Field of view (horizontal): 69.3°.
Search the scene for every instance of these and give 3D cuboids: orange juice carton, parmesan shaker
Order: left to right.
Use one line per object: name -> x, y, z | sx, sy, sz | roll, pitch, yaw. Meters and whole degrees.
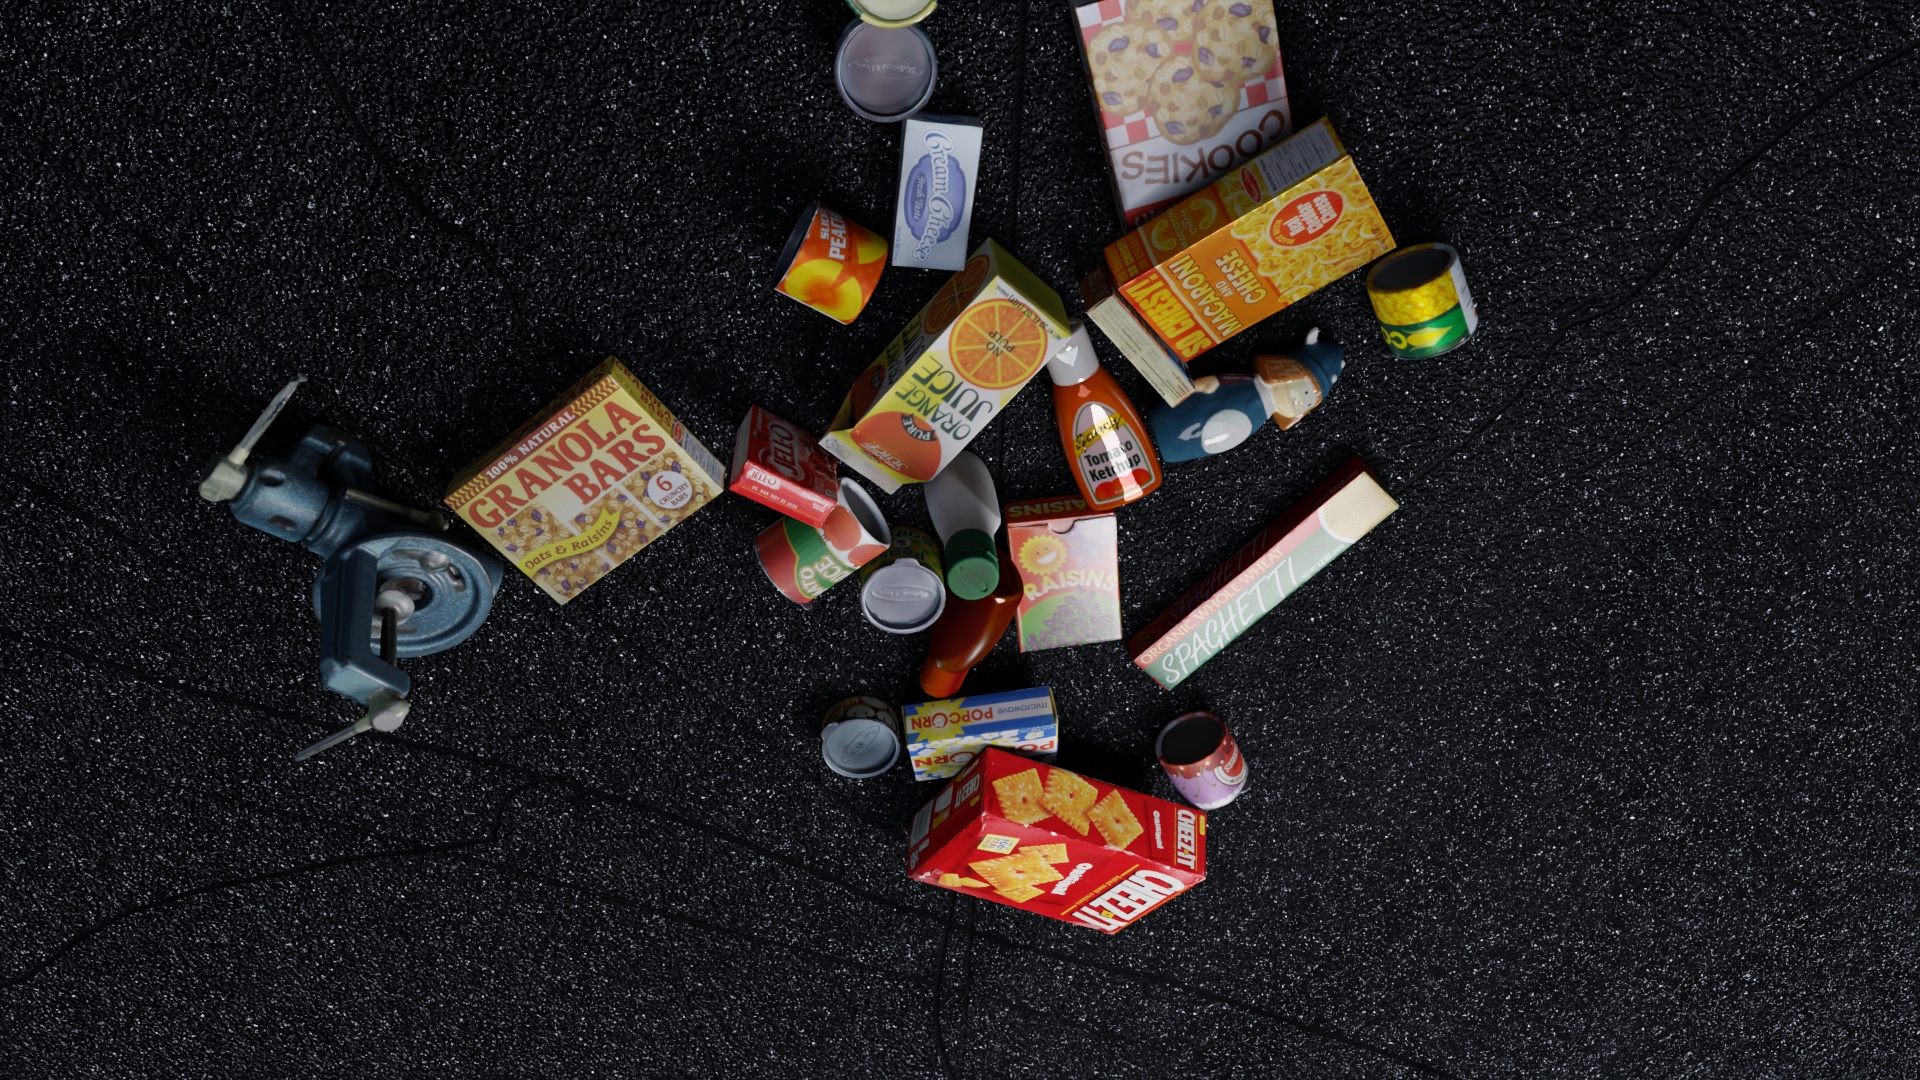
parmesan shaker -> -0.039, -0.352, 0.830 | 0.071, 0.103, 0.071 | -2, 122, -4
orange juice carton -> -0.015, -0.115, 0.997 | 0.071, 0.073, 0.192 | 36, 113, -24

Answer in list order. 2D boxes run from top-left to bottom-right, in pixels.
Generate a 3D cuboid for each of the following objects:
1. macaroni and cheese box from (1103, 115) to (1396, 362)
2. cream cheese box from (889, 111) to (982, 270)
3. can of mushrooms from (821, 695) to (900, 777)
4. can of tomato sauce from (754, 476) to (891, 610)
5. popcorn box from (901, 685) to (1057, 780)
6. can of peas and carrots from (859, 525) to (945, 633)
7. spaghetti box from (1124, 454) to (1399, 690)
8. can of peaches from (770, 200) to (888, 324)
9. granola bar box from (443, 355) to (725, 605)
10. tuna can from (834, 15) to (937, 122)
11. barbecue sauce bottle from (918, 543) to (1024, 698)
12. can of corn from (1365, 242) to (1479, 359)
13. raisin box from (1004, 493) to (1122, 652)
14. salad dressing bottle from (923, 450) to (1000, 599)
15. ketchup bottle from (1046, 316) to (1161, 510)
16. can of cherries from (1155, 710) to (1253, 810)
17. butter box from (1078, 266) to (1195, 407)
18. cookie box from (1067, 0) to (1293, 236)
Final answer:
macaroni and cheese box -> 0.198, -0.200, 0.945 | 0.166, 0.040, 0.123 | -28, 150, 20
cream cheese box -> -0.017, -0.238, 0.949 | 0.053, 0.024, 0.103 | 3, 122, -8
can of mushrooms -> -0.087, 0.166, 1.187 | 0.071, 0.033, 0.070 | -2, 122, -4
can of tomato sauce -> -0.104, 0.002, 1.063 | 0.083, 0.071, 0.071 | -34, 119, 15
popcorn box -> 0.018, 0.164, 1.174 | 0.127, 0.038, 0.085 | -8, 150, -1
can of peas and carrots -> -0.046, 0.028, 1.091 | 0.071, 0.059, 0.070 | -2, 121, -4
spaghetti box -> 0.243, 0.030, 1.137 | 0.050, 0.029, 0.249 | 39, 111, -24
can of peaches -> -0.088, -0.190, 0.947 | 0.058, 0.071, 0.071 | 25, 116, -20
granola bar box -> -0.278, -0.043, 1.037 | 0.165, 0.039, 0.124 | -33, 119, 15
tuna can -> -0.048, -0.310, 0.897 | 0.071, 0.033, 0.070 | -2, 122, -4
barbecue sauce bottle -> 0.003, 0.070, 1.113 | 0.044, 0.065, 0.147 | -12, 143, -32
can of corn -> 0.329, -0.171, 0.998 | 0.071, 0.071, 0.058 | -24, 120, 10
raisin box -> 0.082, 0.026, 1.113 | 0.086, 0.040, 0.122 | -7, 121, 0
salad dressing bottle -> 0.004, -0.013, 1.017 | 0.044, 0.148, 0.064 | -39, 117, 18
ketchup bottle -> 0.099, -0.095, 1.037 | 0.064, 0.044, 0.148 | -22, 120, 8
can of cherries -> 0.213, 0.190, 1.209 | 0.071, 0.072, 0.058 | -25, 120, 10
butter box -> 0.128, -0.147, 1.002 | 0.024, 0.053, 0.103 | -37, 117, 20
cookie box -> 0.151, -0.292, 0.922 | 0.123, 0.040, 0.166 | -16, 122, 5
